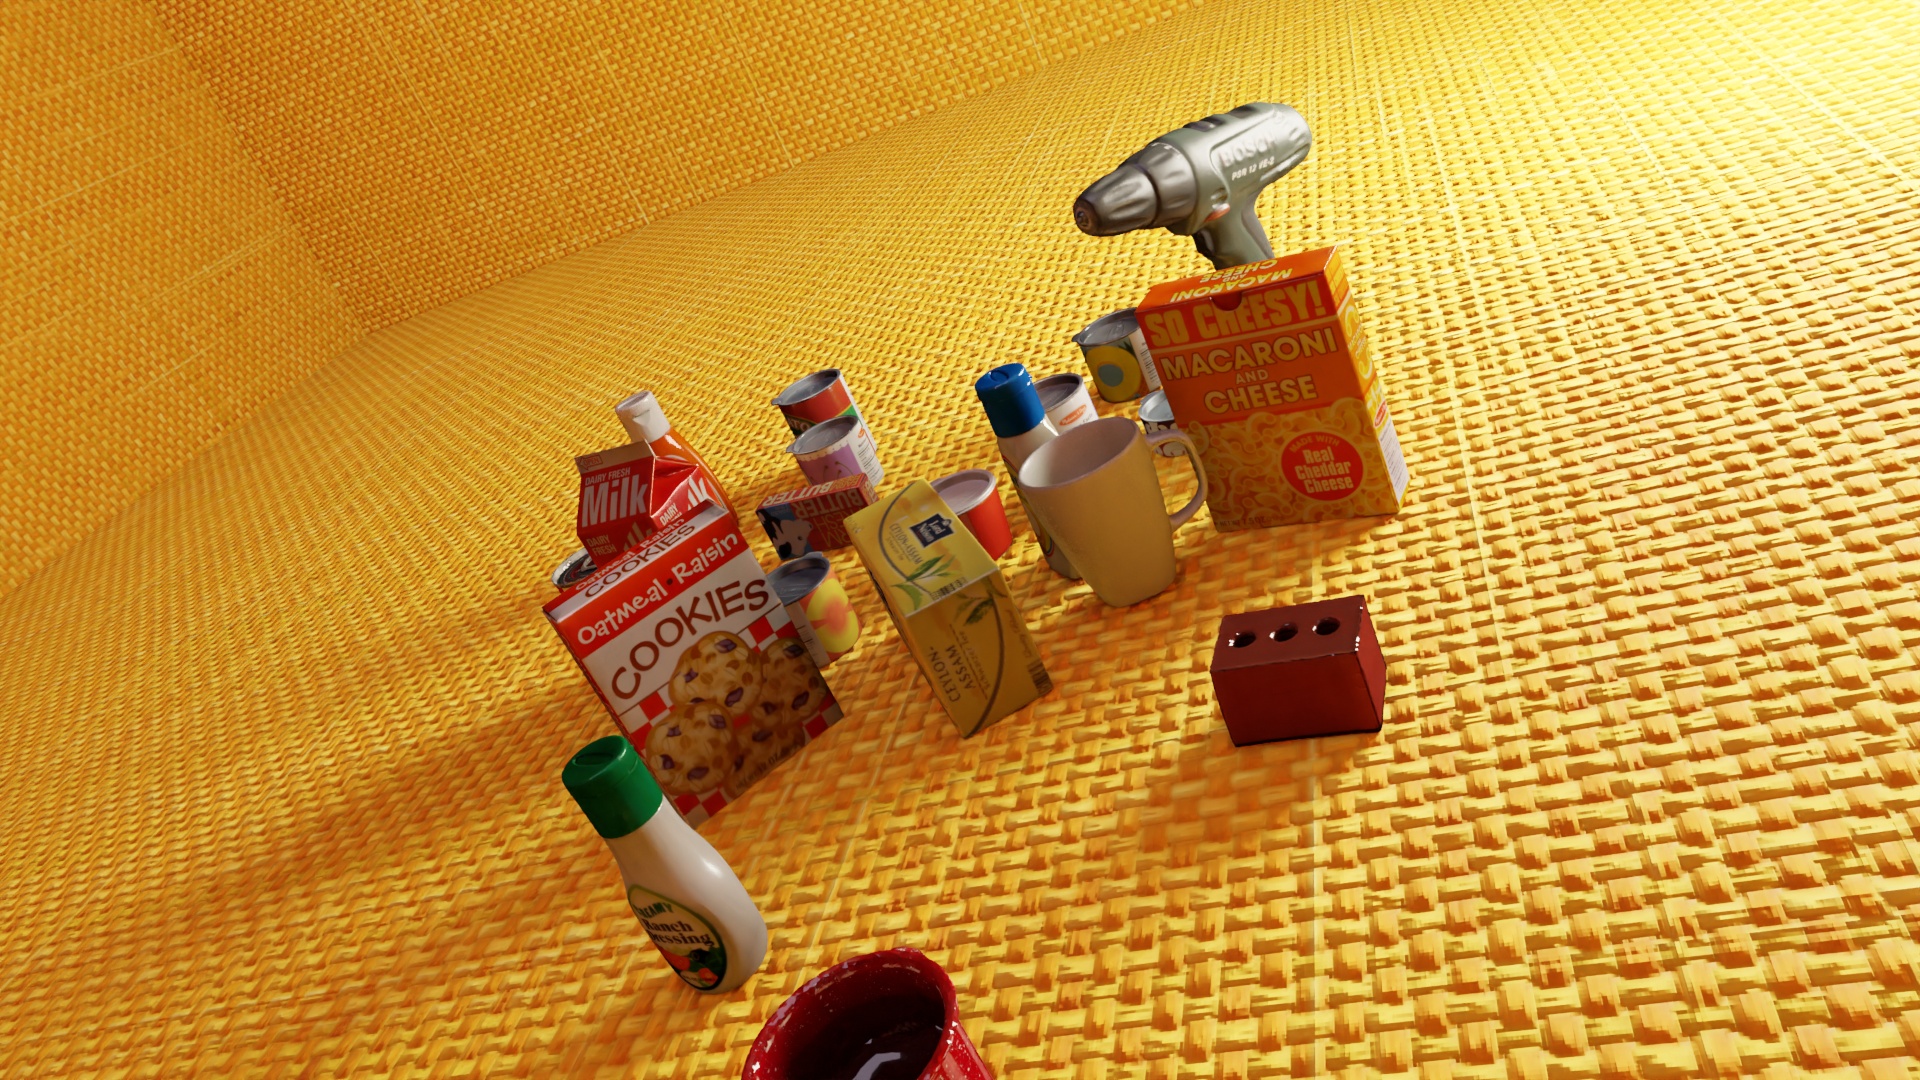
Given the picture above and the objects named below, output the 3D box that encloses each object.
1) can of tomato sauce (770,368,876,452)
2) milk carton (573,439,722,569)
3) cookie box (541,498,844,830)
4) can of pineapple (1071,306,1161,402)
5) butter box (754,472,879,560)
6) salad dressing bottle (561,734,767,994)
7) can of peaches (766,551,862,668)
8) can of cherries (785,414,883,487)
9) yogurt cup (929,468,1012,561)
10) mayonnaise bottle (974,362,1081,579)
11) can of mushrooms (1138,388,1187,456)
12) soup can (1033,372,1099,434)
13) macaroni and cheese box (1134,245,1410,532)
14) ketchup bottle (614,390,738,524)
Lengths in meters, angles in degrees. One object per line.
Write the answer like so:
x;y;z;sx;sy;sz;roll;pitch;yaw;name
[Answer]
-0.126;-0.107;1.294;0.071;0.082;0.071;-21;25;10;can of tomato sauce
-0.208;0.014;1.007;0.072;0.190;0.074;-11;28;28;milk carton
-0.164;0.077;0.871;0.123;0.167;0.040;-36;26;-21;cookie box
0.137;-0.157;1.176;0.071;0.057;0.071;-21;25;10;can of pineapple
-0.113;-0.019;1.146;0.103;0.053;0.024;-13;28;26;butter box
-0.151;0.166;0.709;0.064;0.147;0.044;-7;30;35;salad dressing bottle
-0.110;0.052;1.000;0.071;0.058;0.071;-21;25;10;can of peaches
-0.112;-0.070;1.237;0.071;0.058;0.072;-21;25;10;can of cherries
0.004;-0.013;1.025;0.072;0.053;0.073;-21;25;10;yogurt cup
0.053;-0.047;0.934;0.041;0.147;0.065;-29;25;-8;mayonnaise bottle
0.170;-0.094;1.053;0.071;0.033;0.071;-21;25;10;can of mushrooms
0.074;-0.074;1.043;0.071;0.083;0.072;-21;25;10;soup can
0.195;-0.088;0.861;0.123;0.166;0.040;-7;30;35;macaroni and cheese box
-0.261;-0.063;1.255;0.065;0.148;0.043;-31;25;-11;ketchup bottle
